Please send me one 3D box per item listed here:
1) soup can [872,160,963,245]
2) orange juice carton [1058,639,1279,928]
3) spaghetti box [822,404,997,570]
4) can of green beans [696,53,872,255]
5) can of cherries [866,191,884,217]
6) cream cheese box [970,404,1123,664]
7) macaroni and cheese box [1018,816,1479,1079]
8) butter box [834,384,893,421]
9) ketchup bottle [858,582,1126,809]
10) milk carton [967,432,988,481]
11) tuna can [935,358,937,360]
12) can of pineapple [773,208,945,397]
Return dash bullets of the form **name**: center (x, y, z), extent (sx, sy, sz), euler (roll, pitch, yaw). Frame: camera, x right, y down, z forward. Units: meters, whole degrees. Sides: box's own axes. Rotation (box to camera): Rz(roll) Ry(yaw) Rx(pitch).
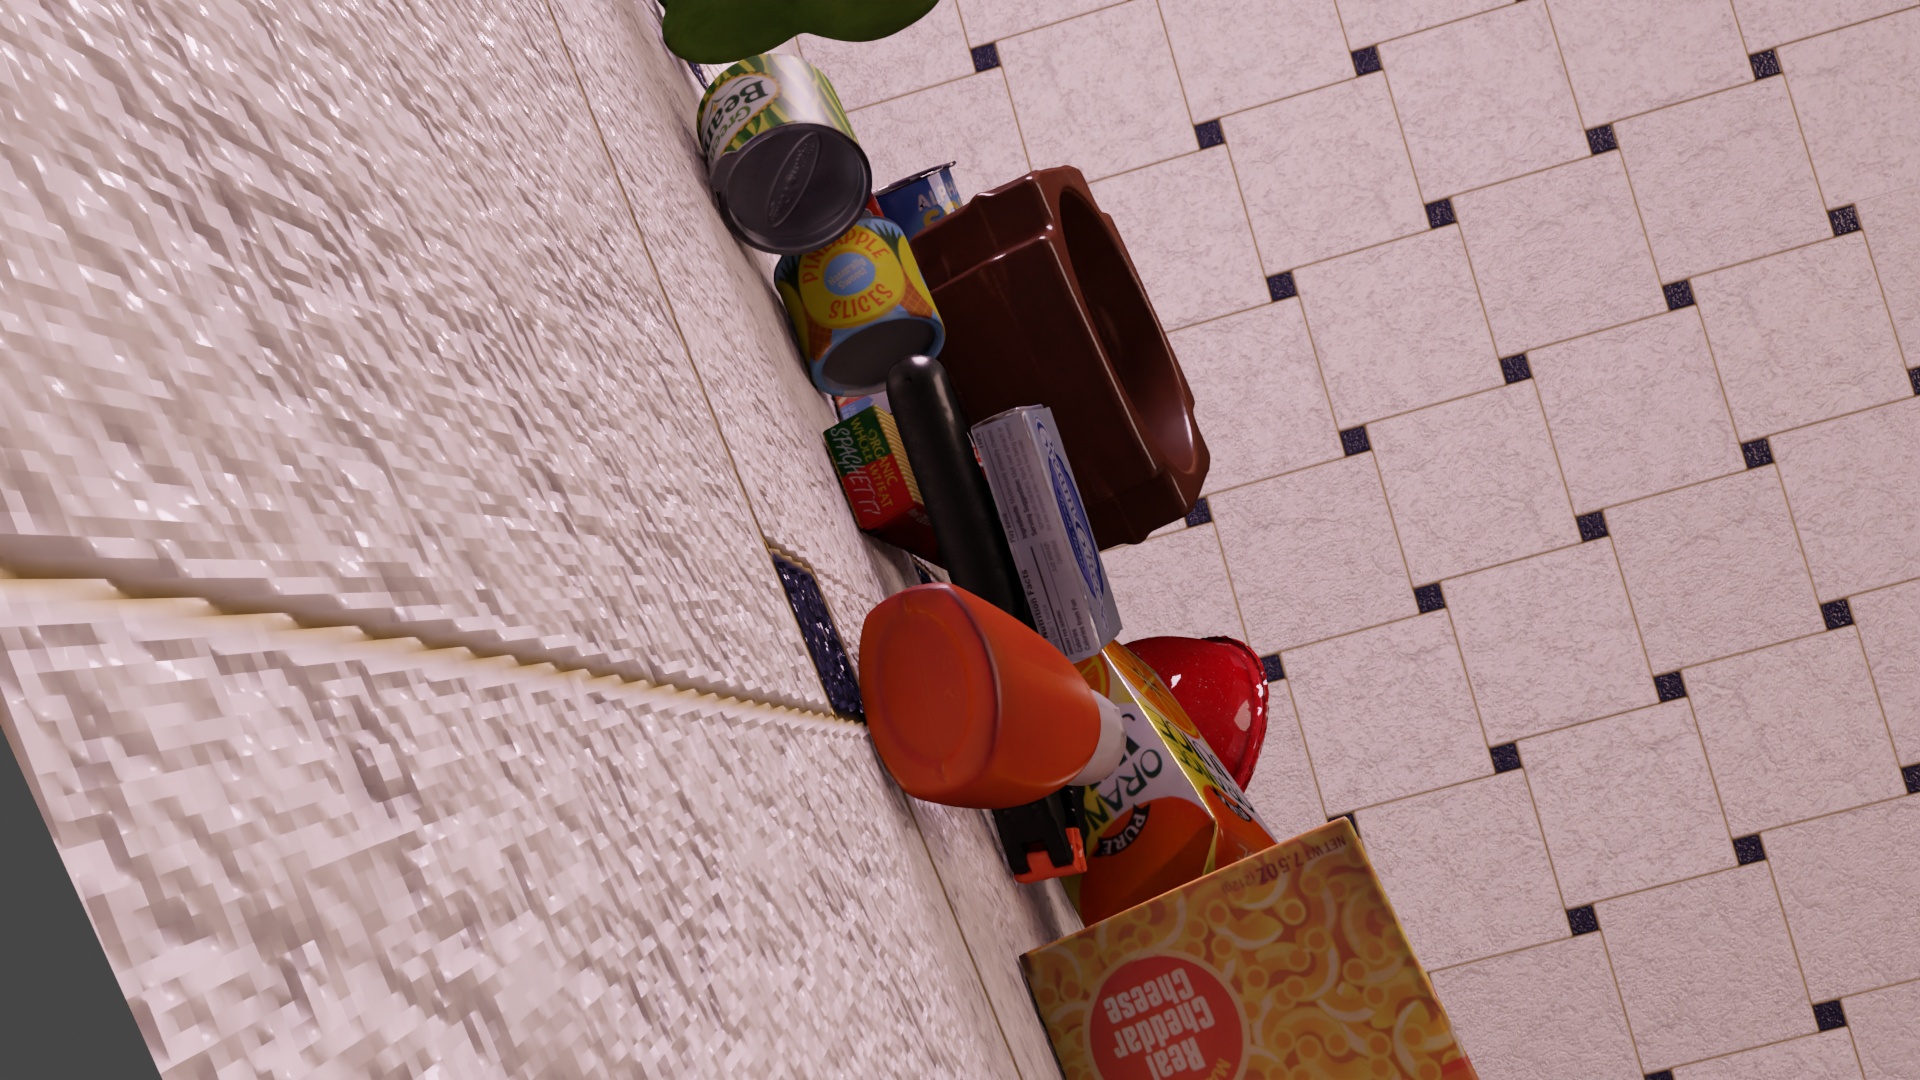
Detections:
- **soup can**: center (-0.021, -0.182, 0.858), extent (0.071, 0.071, 0.083), euler (-102, 170, -73)
- **orange juice carton**: center (0.081, 0.122, 0.610), extent (0.071, 0.073, 0.193), euler (38, 13, -36)
- **spaghetti box**: center (0.002, -0.009, 0.688), extent (0.050, 0.028, 0.250), euler (67, 14, 18)
- **can of green beans**: center (-0.078, -0.168, 0.604), extent (0.071, 0.071, 0.058), euler (61, 5, -52)
- **can of cherries**: center (-0.081, -0.196, 0.786), extent (0.071, 0.058, 0.071), euler (-29, 95, -87)
- **cream cheese box**: center (0.036, -0.003, 0.566), extent (0.053, 0.024, 0.103), euler (-21, 93, -74)
- **macaroni and cheese box**: center (0.109, 0.194, 0.460), extent (0.040, 0.124, 0.167), euler (53, 13, -69)
- **butter box**: center (-0.037, -0.079, 0.694), extent (0.024, 0.053, 0.104), euler (64, 3, -48)
- **ketchup bottle**: center (0.018, 0.058, 0.462), extent (0.148, 0.043, 0.065), euler (31, 42, -63)
- **milk carton**: center (0.015, -0.058, 0.880), extent (0.191, 0.072, 0.073), euler (-42, 121, -73)
- **tuna can**: center (-0.025, -0.116, 0.998), extent (0.033, 0.071, 0.071), euler (47, 18, -82)
- **can of pineapple**: center (-0.047, -0.108, 0.644), extent (0.071, 0.071, 0.058), euler (57, 10, -68)
